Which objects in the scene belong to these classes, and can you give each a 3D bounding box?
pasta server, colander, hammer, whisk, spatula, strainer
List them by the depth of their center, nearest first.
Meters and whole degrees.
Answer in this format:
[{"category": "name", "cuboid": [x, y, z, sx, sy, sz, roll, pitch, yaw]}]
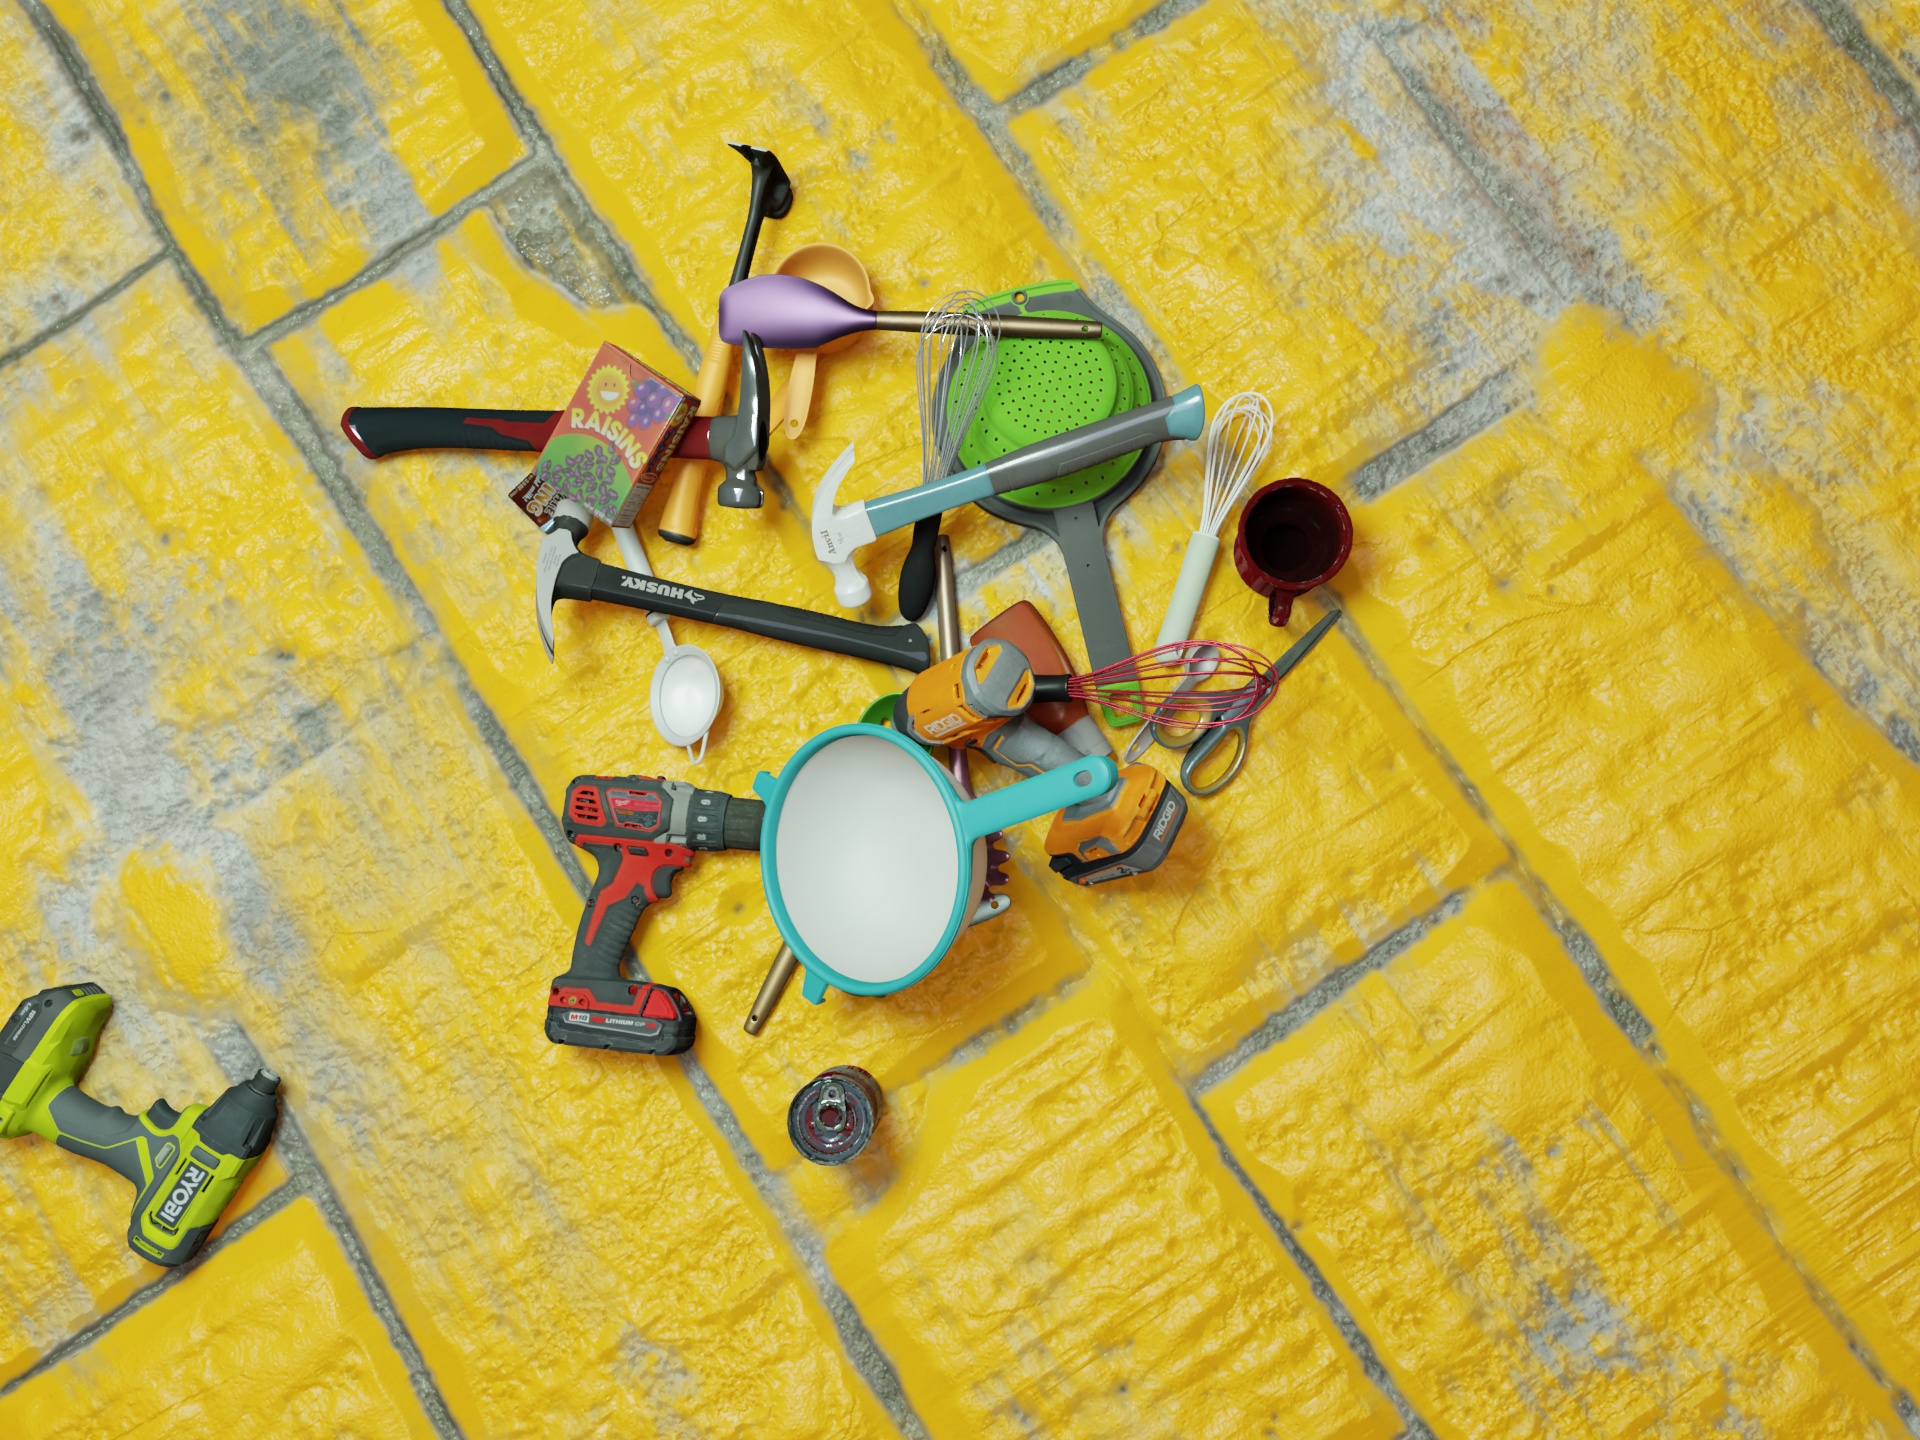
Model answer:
[{"category": "strainer", "cuboid": [-0.004, 0.087, 1.226, 0.340, 0.095, 0.211, -22, 77, 34]}, {"category": "hammer", "cuboid": [0.037, -0.196, 1.270, 0.331, 0.033, 0.128, -18, 123, 6]}, {"category": "whisk", "cuboid": [0.107, -0.027, 1.279, 0.296, 0.073, 0.073, -1, 84, 19]}, {"category": "spatula", "cuboid": [-0.042, -0.328, 1.297, 0.316, 0.018, 0.059, 4, 101, 4]}, {"category": "whisk", "cuboid": [-0.017, -0.211, 1.304, 0.070, 0.070, 0.284, 13, 117, 4]}, {"category": "hammer", "cuboid": [-0.188, -0.086, 1.325, 0.334, 0.035, 0.146, 12, 57, -8]}, {"category": "colander", "cuboid": [0.094, -0.192, 1.330, 0.204, 0.094, 0.397, -14, 83, 1]}, {"category": "hammer", "cuboid": [-0.346, -0.259, 1.341, 0.386, 0.038, 0.143, 5, 97, 14]}, {"category": "pasta server", "cuboid": [-0.002, -0.004, 1.343, 0.060, 0.040, 0.316, -2, 82, -18]}, {"category": "whisk", "cuboid": [0.211, -0.163, 1.351, 0.059, 0.057, 0.246, 17, 87, 39]}, {"category": "hammer", "cuboid": [-0.205, -0.316, 1.356, 0.034, 0.127, 0.337, 14, 90, 5]}, {"category": "strainer", "cuboid": [-0.253, -0.082, 1.362, 0.087, 0.050, 0.258, -31, 76, 32]}]

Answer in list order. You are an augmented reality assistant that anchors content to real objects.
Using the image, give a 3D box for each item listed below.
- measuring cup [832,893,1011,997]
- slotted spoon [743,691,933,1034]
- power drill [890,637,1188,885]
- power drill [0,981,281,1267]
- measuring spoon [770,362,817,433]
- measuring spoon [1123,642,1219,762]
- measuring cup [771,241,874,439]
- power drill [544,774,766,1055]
[{"category": "measuring cup", "cuboid": [-0.038, 0.177, 1.323, 0.167, 0.038, 0.083, -20, 83, 2]}, {"category": "slotted spoon", "cuboid": [-0.108, 0.121, 1.340, 0.070, 0.031, 0.314, 26, 87, 11]}, {"category": "power drill", "cuboid": [0.051, 0.035, 1.267, 0.226, 0.164, 0.084, 40, 60, -17]}, {"category": "power drill", "cuboid": [-0.688, 0.321, 1.321, 0.223, 0.080, 0.171, 32, 87, 2]}, {"category": "measuring spoon", "cuboid": [-0.163, -0.271, 1.392, 0.021, 0.011, 0.117, 36, 86, 6]}, {"category": "measuring spoon", "cuboid": [0.174, -0.017, 1.347, 0.124, 0.034, 0.018, -53, 43, 2]}, {"category": "measuring cup", "cuboid": [-0.127, -0.322, 1.377, 0.095, 0.052, 0.173, 10, 86, 4]}, {"category": "power drill", "cuboid": [-0.245, 0.160, 1.319, 0.188, 0.080, 0.227, 6, 81, 3]}]
